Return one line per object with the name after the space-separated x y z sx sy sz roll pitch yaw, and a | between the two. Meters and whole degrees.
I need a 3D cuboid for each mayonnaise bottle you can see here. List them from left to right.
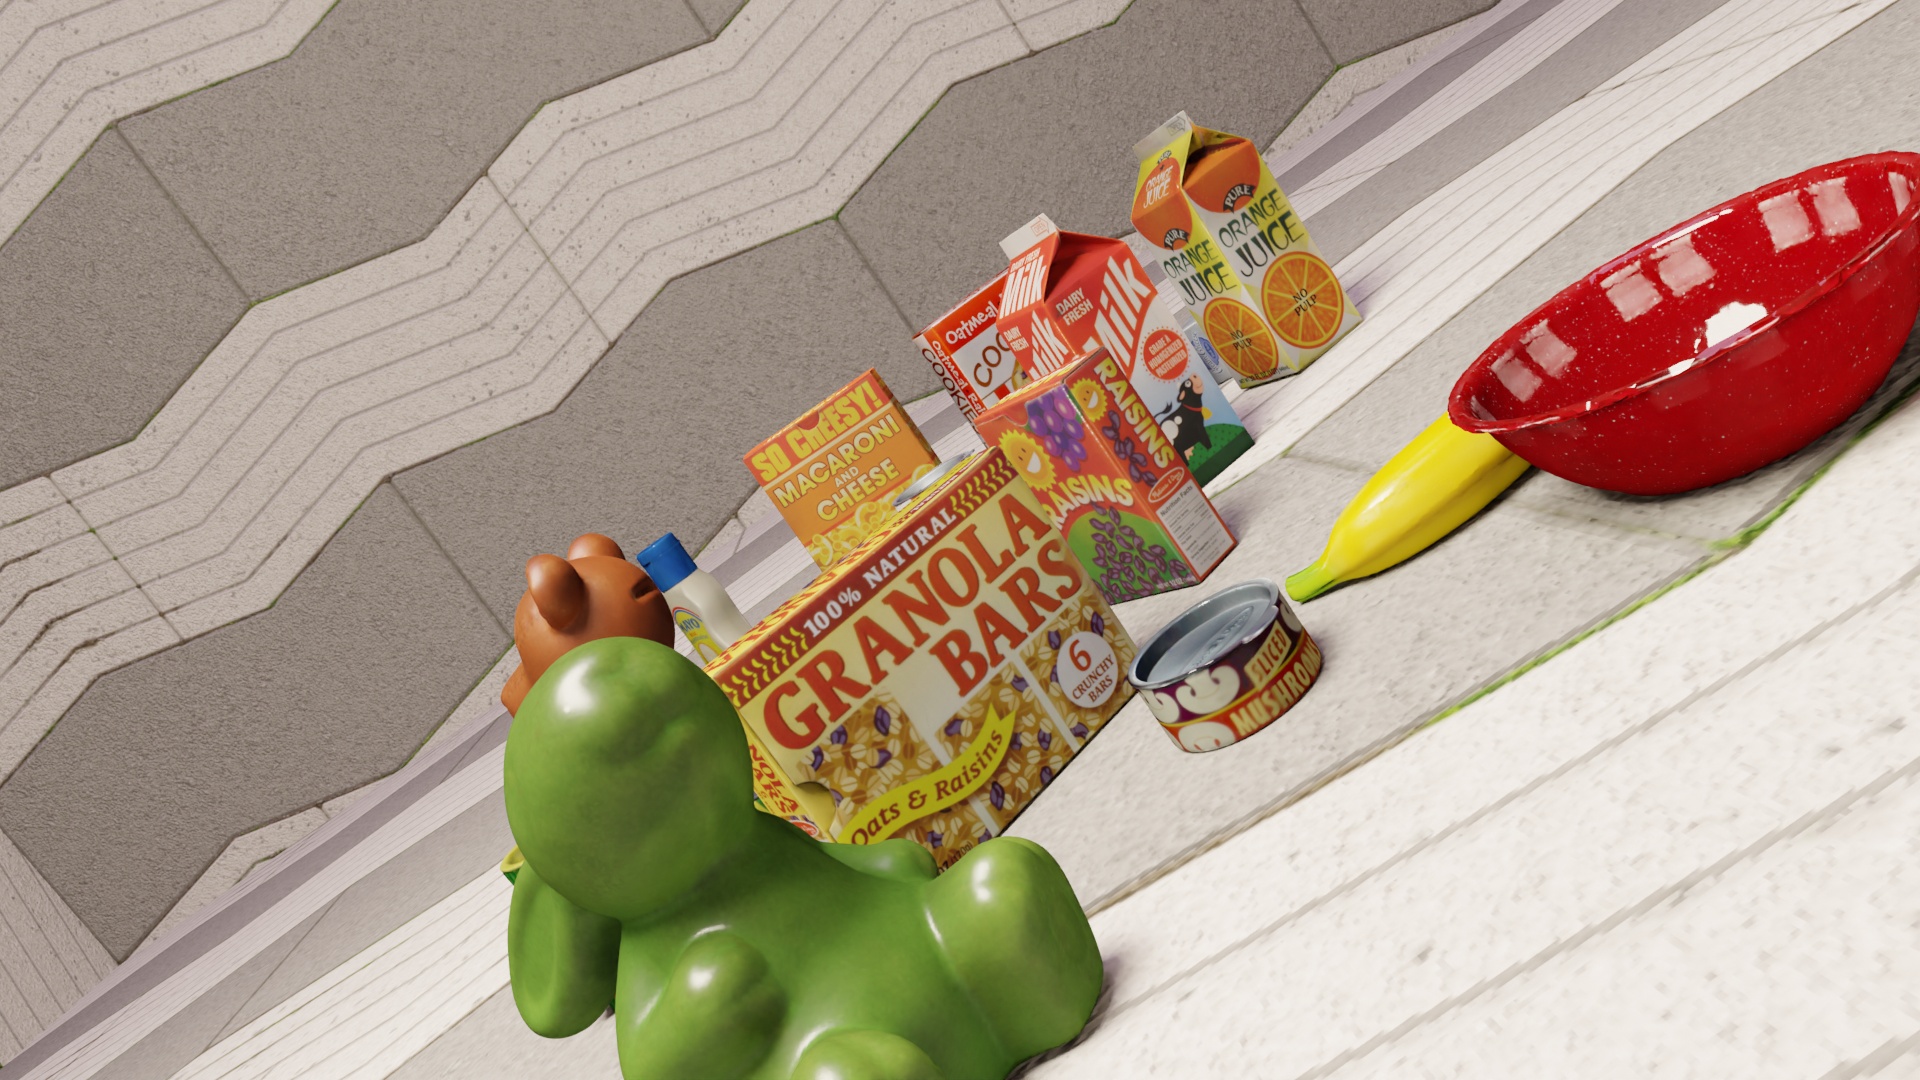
-0.212 0.063 1.155 0.041 0.148 0.064 -42 11 -37 | mayonnaise bottle

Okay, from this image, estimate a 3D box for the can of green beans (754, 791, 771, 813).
-0.072 0.127 0.637 0.071 0.057 0.071 -34 9 6 | can of green beans

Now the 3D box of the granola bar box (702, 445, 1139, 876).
-0.011 0.057 0.570 0.166 0.124 0.039 -41 11 -31 | granola bar box

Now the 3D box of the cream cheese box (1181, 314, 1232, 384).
0.210 -0.166 1.128 0.024 0.053 0.104 -29 11 31 | cream cheese box

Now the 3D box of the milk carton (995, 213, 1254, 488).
0.090 -0.113 0.860 0.074 0.190 0.072 -38 10 -20 | milk carton

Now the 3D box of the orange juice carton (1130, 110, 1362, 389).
0.190 -0.208 0.979 0.073 0.192 0.071 -38 10 -21 | orange juice carton

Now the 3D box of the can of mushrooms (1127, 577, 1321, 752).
0.100 0.046 0.518 0.071 0.033 0.071 -34 9 6 | can of mushrooms

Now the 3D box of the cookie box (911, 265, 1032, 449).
0.054 -0.135 1.160 0.123 0.167 0.040 -40 10 -29 | cookie box

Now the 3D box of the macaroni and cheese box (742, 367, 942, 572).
-0.071 -0.032 1.086 0.123 0.166 0.040 -34 9 9 | macaroni and cheese box

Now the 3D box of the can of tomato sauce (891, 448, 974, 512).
0.004 -0.012 0.986 0.071 0.083 0.071 -34 9 6 | can of tomato sauce

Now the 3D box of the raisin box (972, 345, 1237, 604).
0.072 -0.030 0.715 0.040 0.123 0.086 -40 11 -30 | raisin box

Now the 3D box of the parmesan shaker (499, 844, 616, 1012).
-0.128 0.151 0.571 0.071 0.103 0.071 -34 9 6 | parmesan shaker
